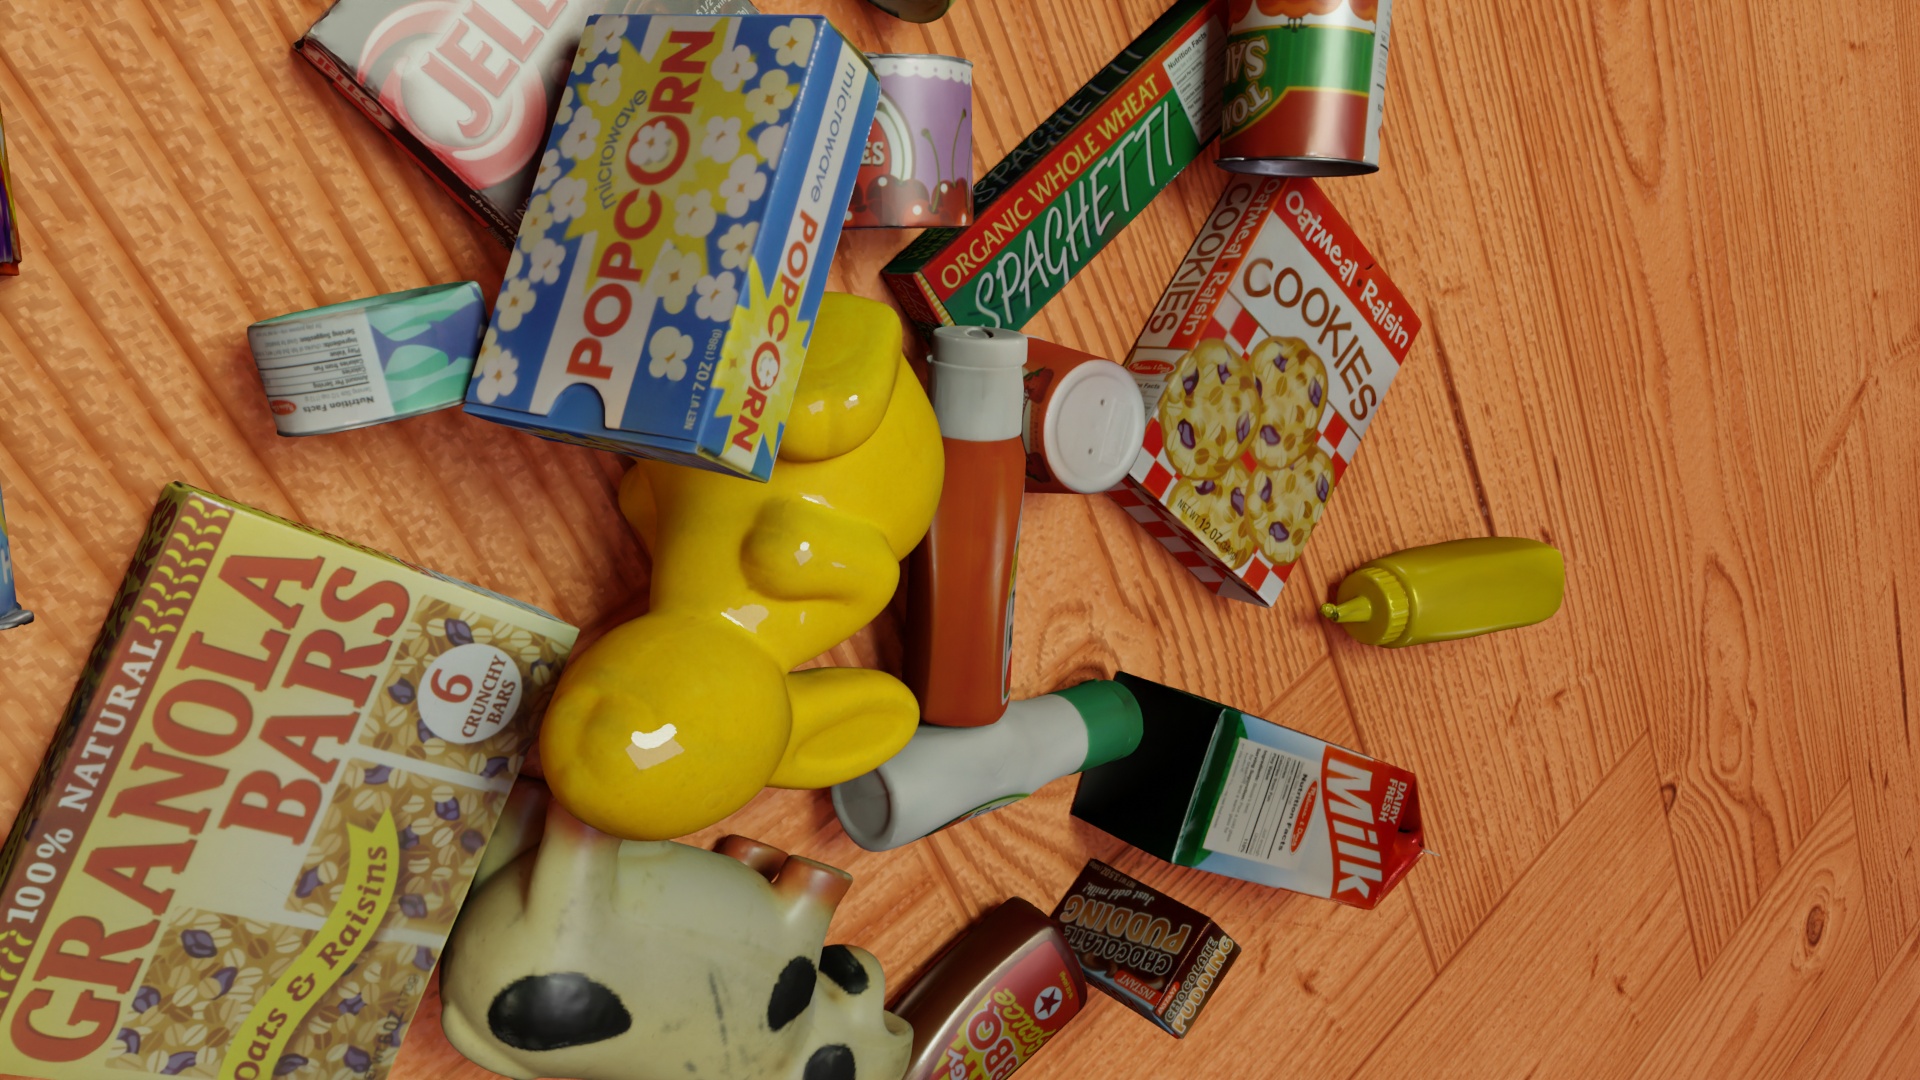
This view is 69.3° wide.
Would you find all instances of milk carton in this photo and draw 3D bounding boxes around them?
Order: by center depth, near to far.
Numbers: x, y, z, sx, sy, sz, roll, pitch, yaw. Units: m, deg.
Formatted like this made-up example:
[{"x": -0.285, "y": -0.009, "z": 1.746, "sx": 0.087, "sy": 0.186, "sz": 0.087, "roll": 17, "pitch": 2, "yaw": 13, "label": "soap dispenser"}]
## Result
[{"x": 0.152, "y": 0.127, "z": 0.675, "sx": 0.190, "sy": 0.072, "sz": 0.073, "roll": 21, "pitch": 86, "yaw": -36, "label": "milk carton"}]

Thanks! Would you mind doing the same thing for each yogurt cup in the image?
[{"x": 0.039, "y": -0.049, "z": 0.571, "sx": 0.072, "sy": 0.054, "sz": 0.072, "roll": -8, "pitch": 104, "yaw": -35, "label": "yogurt cup"}]

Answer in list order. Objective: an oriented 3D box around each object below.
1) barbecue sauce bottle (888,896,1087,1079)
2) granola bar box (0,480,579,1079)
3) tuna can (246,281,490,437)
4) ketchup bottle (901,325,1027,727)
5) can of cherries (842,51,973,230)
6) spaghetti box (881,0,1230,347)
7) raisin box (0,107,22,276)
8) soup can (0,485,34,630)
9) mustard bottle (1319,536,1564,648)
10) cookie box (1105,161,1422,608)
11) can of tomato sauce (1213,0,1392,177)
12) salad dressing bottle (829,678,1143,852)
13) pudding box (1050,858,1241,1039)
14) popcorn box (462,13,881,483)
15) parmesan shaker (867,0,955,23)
[{"x": -0.013, "y": 0.221, "z": 0.589, "sx": 0.149, "sy": 0.044, "sz": 0.064, "roll": -36, "pitch": 123, "yaw": -25, "label": "barbecue sauce bottle"}, {"x": -0.209, "y": 0.081, "z": 0.424, "sx": 0.124, "sy": 0.039, "sz": 0.165, "roll": 26, "pitch": 83, "yaw": -36, "label": "granola bar box"}, {"x": -0.170, "y": -0.055, "z": 0.412, "sx": 0.071, "sy": 0.071, "sz": 0.032, "roll": -20, "pitch": 109, "yaw": -32, "label": "tuna can"}, {"x": 0.002, "y": -0.007, "z": 0.537, "sx": 0.043, "sy": 0.065, "sz": 0.148, "roll": 2, "pitch": 107, "yaw": -4, "label": "ketchup bottle"}, {"x": -0.030, "y": -0.140, "z": 0.495, "sx": 0.072, "sy": 0.071, "sz": 0.058, "roll": -9, "pitch": 105, "yaw": -35, "label": "can of cherries"}, {"x": 0.067, "y": -0.168, "z": 0.585, "sx": 0.251, "sy": 0.028, "sz": 0.050, "roll": -46, "pitch": 122, "yaw": -20, "label": "spaghetti box"}, {"x": -0.253, "y": -0.124, "z": 0.325, "sx": 0.040, "sy": 0.086, "sz": 0.123, "roll": -7, "pitch": 102, "yaw": -29, "label": "raisin box"}, {"x": -0.273, "y": -0.018, "z": 0.341, "sx": 0.071, "sy": 0.071, "sz": 0.083, "roll": -8, "pitch": 103, "yaw": -35, "label": "soup can"}, {"x": 0.247, "y": 0.029, "z": 0.734, "sx": 0.161, "sy": 0.065, "sz": 0.048, "roll": -8, "pitch": 98, "yaw": -29, "label": "mustard bottle"}, {"x": 0.139, "y": -0.072, "z": 0.648, "sx": 0.122, "sy": 0.040, "sz": 0.168, "roll": 39, "pitch": 75, "yaw": -34, "label": "cookie box"}, {"x": 0.141, "y": -0.196, "z": 0.574, "sx": 0.071, "sy": 0.071, "sz": 0.083, "roll": -4, "pitch": 101, "yaw": -35, "label": "can of tomato sauce"}, {"x": 0.016, "y": 0.089, "z": 0.579, "sx": 0.148, "sy": 0.064, "sz": 0.044, "roll": -10, "pitch": 81, "yaw": -42, "label": "salad dressing bottle"}, {"x": 0.078, "y": 0.182, "z": 0.624, "sx": 0.050, "sy": 0.084, "sz": 0.030, "roll": -51, "pitch": 121, "yaw": -16, "label": "pudding box"}, {"x": -0.081, "y": -0.086, "z": 0.397, "sx": 0.038, "sy": 0.085, "sz": 0.127, "roll": 31, "pitch": 72, "yaw": -63, "label": "popcorn box"}, {"x": -0.001, "y": -0.247, "z": 0.494, "sx": 0.071, "sy": 0.071, "sz": 0.103, "roll": 45, "pitch": 73, "yaw": -33, "label": "parmesan shaker"}]
